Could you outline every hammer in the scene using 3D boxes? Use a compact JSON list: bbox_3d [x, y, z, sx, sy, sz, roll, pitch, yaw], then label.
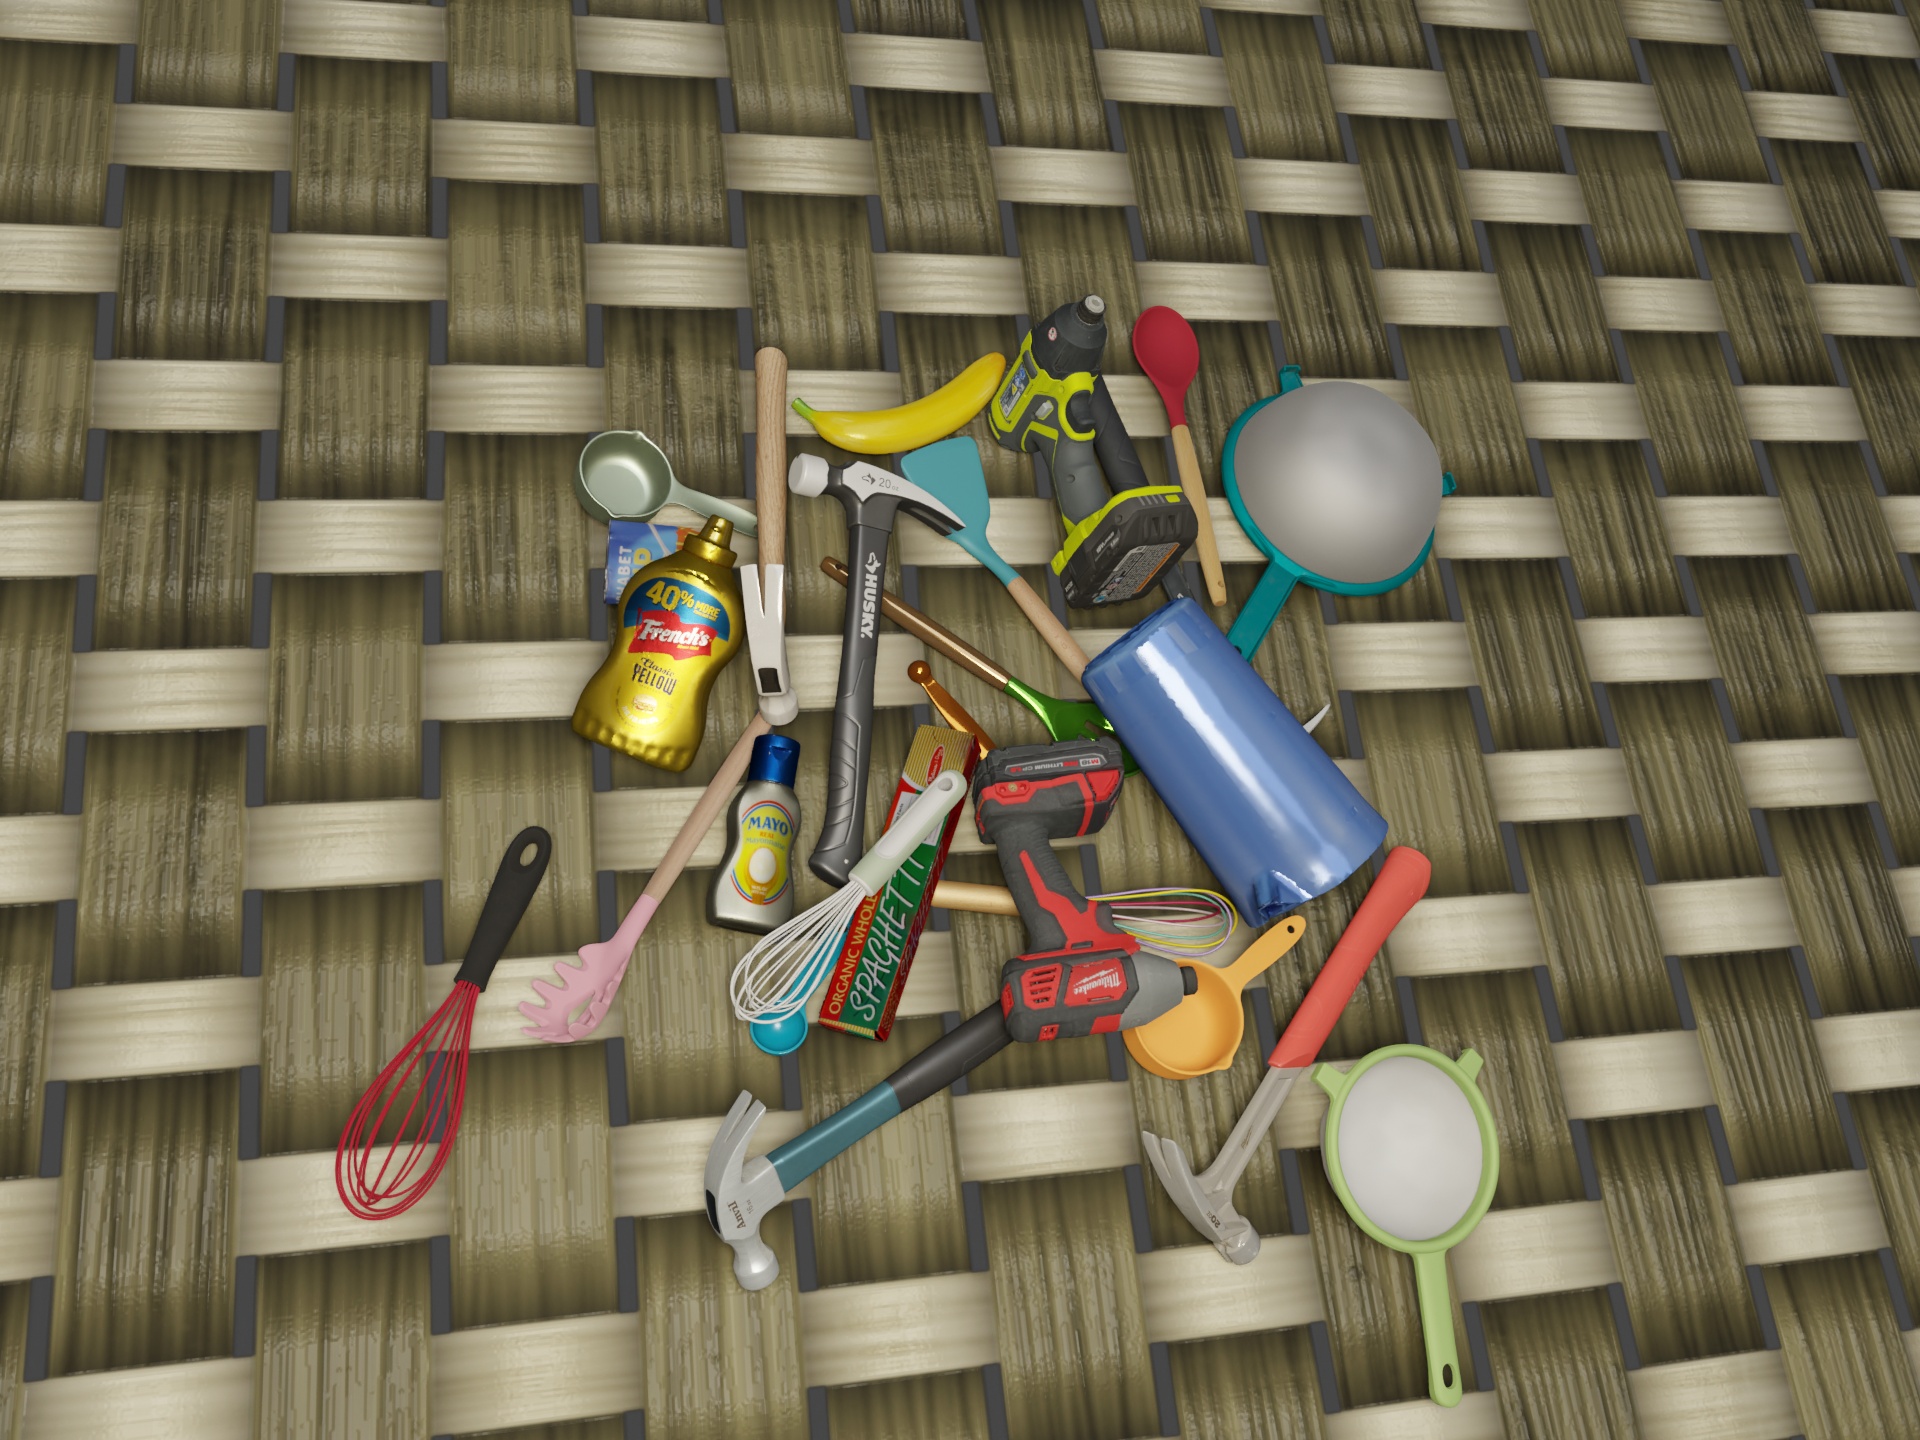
[{"bbox_3d":[0.265,0.228,1.218,0.359,0.037,0.149,-51,125,-28],"label":"hammer"},{"bbox_3d":[-0.076,-0.034,1.242,0.146,0.035,0.335,10,78,-29],"label":"hammer"},{"bbox_3d":[-0.038,0.266,1.148,0.331,0.033,0.128,-29,115,-26],"label":"hammer"},{"bbox_3d":[0.179,-0.141,1.369,0.149,0.036,0.409,-16,74,-19],"label":"hammer"},{"bbox_3d":[-0.151,-0.169,1.268,0.031,0.130,0.332,-3,59,-2],"label":"hammer"}]

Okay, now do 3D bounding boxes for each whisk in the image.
[{"bbox_3d":[0.097,0.143,1.239,0.245,0.047,0.051,7,53,-6],"label":"whisk"},{"bbox_3d":[-0.352,0.203,1.112,0.073,0.073,0.296,20,61,-4],"label":"whisk"},{"bbox_3d":[-0.079,0.126,1.171,0.058,0.059,0.246,33,69,26],"label":"whisk"}]

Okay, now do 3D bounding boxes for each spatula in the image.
[{"bbox_3d":[0.062,-0.101,1.311,0.082,0.044,0.318,-24,69,-35],"label":"spatula"}]

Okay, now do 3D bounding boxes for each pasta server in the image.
[{"bbox_3d":[-0.220,0.107,1.185,0.060,0.040,0.316,12,59,32],"label":"pasta server"}]

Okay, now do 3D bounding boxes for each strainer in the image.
[{"bbox_3d":[0.331,0.374,1.192,0.151,0.069,0.256,-1,77,-22],"label":"strainer"},{"bbox_3d":[0.311,-0.177,1.356,0.211,0.095,0.340,35,58,0],"label":"strainer"}]

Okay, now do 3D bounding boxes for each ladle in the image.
[{"bbox_3d":[0.198,-0.234,1.387,0.069,0.031,0.316,6,59,-22],"label":"ladle"}]

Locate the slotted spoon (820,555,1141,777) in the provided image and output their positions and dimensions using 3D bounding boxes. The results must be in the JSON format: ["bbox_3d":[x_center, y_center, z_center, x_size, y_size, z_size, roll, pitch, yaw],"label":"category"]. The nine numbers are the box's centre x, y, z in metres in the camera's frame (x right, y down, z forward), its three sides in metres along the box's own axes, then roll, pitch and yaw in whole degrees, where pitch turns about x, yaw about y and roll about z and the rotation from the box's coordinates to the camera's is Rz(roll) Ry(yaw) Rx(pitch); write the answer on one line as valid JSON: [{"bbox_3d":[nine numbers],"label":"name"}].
[{"bbox_3d":[0.018,-0.046,1.302,0.314,0.031,0.070,33,61,4],"label":"slotted spoon"}]

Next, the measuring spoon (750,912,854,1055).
[{"bbox_3d":[-0.113,0.198,1.189,0.042,0.021,0.129,26,57,11],"label":"measuring spoon"}]

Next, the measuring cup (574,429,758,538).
[{"bbox_3d":[-0.234,-0.177,1.297,0.167,0.038,0.083,21,63,-22],"label":"measuring cup"}]

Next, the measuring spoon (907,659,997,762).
[{"bbox_3d":[-0.002,-0.004,1.289,0.021,0.011,0.117,-36,81,-22],"label":"measuring spoon"}]

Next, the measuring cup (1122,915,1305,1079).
[{"bbox_3d":[0.198,0.208,1.232,0.173,0.052,0.095,-34,80,-23],"label":"measuring cup"}]

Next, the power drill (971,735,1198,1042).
[{"bbox_3d":[0.088,0.127,1.184,0.143,0.078,0.220,-6,60,-8],"label":"power drill"}]

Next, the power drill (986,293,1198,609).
[{"bbox_3d":[0.104,-0.219,1.297,0.080,0.171,0.223,-10,68,-27],"label":"power drill"}]
